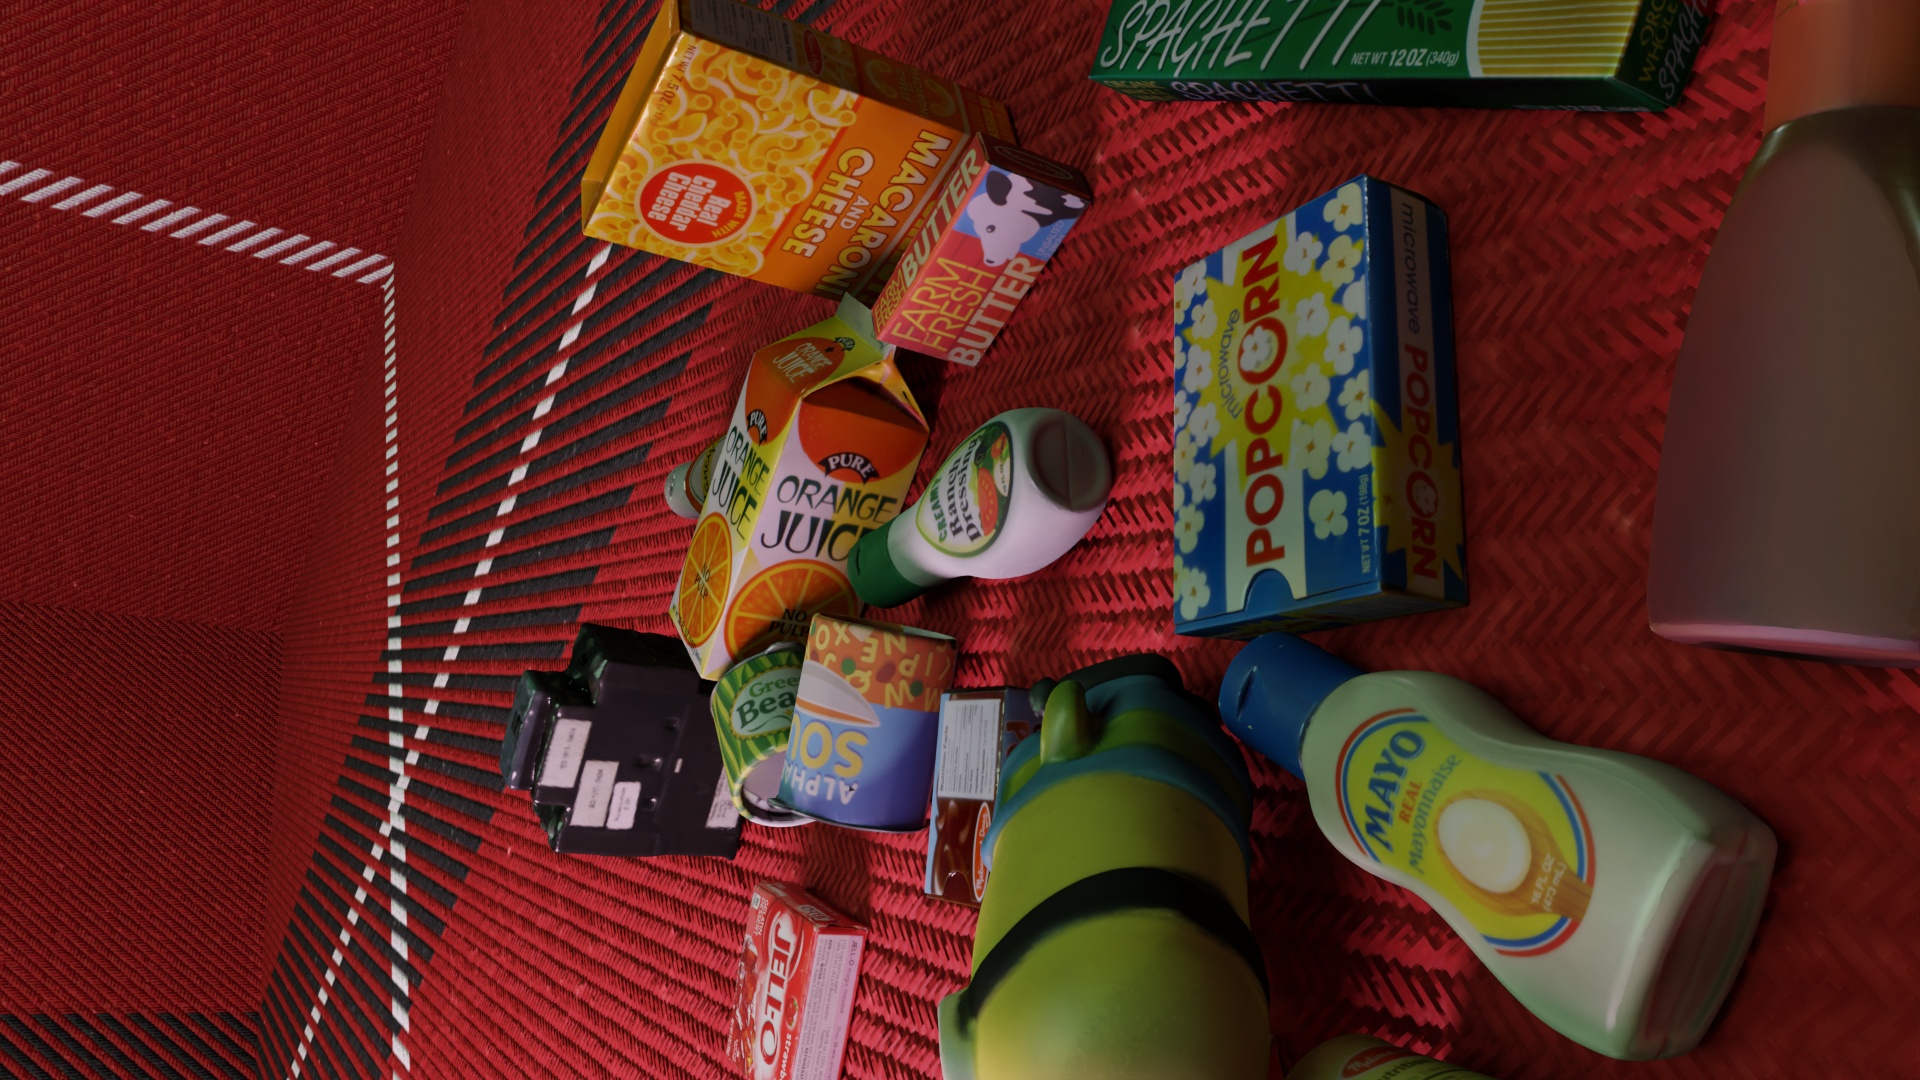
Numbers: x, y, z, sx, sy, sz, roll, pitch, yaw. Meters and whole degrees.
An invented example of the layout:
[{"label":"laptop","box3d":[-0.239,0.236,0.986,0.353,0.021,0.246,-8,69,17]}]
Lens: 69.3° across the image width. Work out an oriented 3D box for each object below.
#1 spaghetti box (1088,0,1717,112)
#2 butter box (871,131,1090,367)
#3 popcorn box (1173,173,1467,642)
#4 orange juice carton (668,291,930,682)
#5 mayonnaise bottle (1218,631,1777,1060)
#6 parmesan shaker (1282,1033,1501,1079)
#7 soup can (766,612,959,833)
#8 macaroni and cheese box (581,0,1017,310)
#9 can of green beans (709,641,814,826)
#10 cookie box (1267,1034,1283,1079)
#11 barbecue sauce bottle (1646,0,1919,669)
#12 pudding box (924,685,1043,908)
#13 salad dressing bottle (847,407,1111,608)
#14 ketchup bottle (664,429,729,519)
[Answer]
[{"label":"spaghetti box","box3d":[0.124,-0.169,0.452,0.250,0.029,0.050,31,106,58]},{"label":"butter box","box3d":[0.007,-0.123,0.606,0.103,0.053,0.024,-53,38,36]},{"label":"popcorn box","box3d":[0.106,-0.036,0.427,0.085,0.038,0.127,-19,64,54]},{"label":"orange juice carton","box3d":[-0.077,-0.025,0.692,0.072,0.073,0.192,46,119,55]},{"label":"mayonnaise bottle","box3d":[0.125,0.066,0.358,0.148,0.041,0.064,32,110,57]},{"label":"parmesan shaker","box3d":[0.121,0.156,0.305,0.103,0.071,0.071,-6,76,58]},{"label":"soup can","box3d":[-0.042,0.077,0.601,0.071,0.071,0.083,8,87,59]},{"label":"macaroni and cheese box","box3d":[-0.076,-0.174,0.648,0.123,0.166,0.040,-46,44,43]},{"label":"can of green beans","box3d":[-0.083,0.095,0.668,0.071,0.071,0.058,-58,37,31]},{"label":"cookie box","box3d":[0.043,0.238,0.438,0.166,0.040,0.123,-42,46,45]},{"label":"barbecue sauce bottle","box3d":[0.186,-0.049,0.294,0.065,0.044,0.148,0,79,59]},{"label":"pudding box","box3d":[0.013,0.100,0.544,0.049,0.030,0.084,-13,69,56]},{"label":"salad dressing bottle","box3d":[0.002,-0.007,0.584,0.147,0.044,0.064,-31,56,52]},{"label":"ketchup bottle","box3d":[-0.131,-0.035,0.815,0.148,0.043,0.065,-7,75,59]}]
